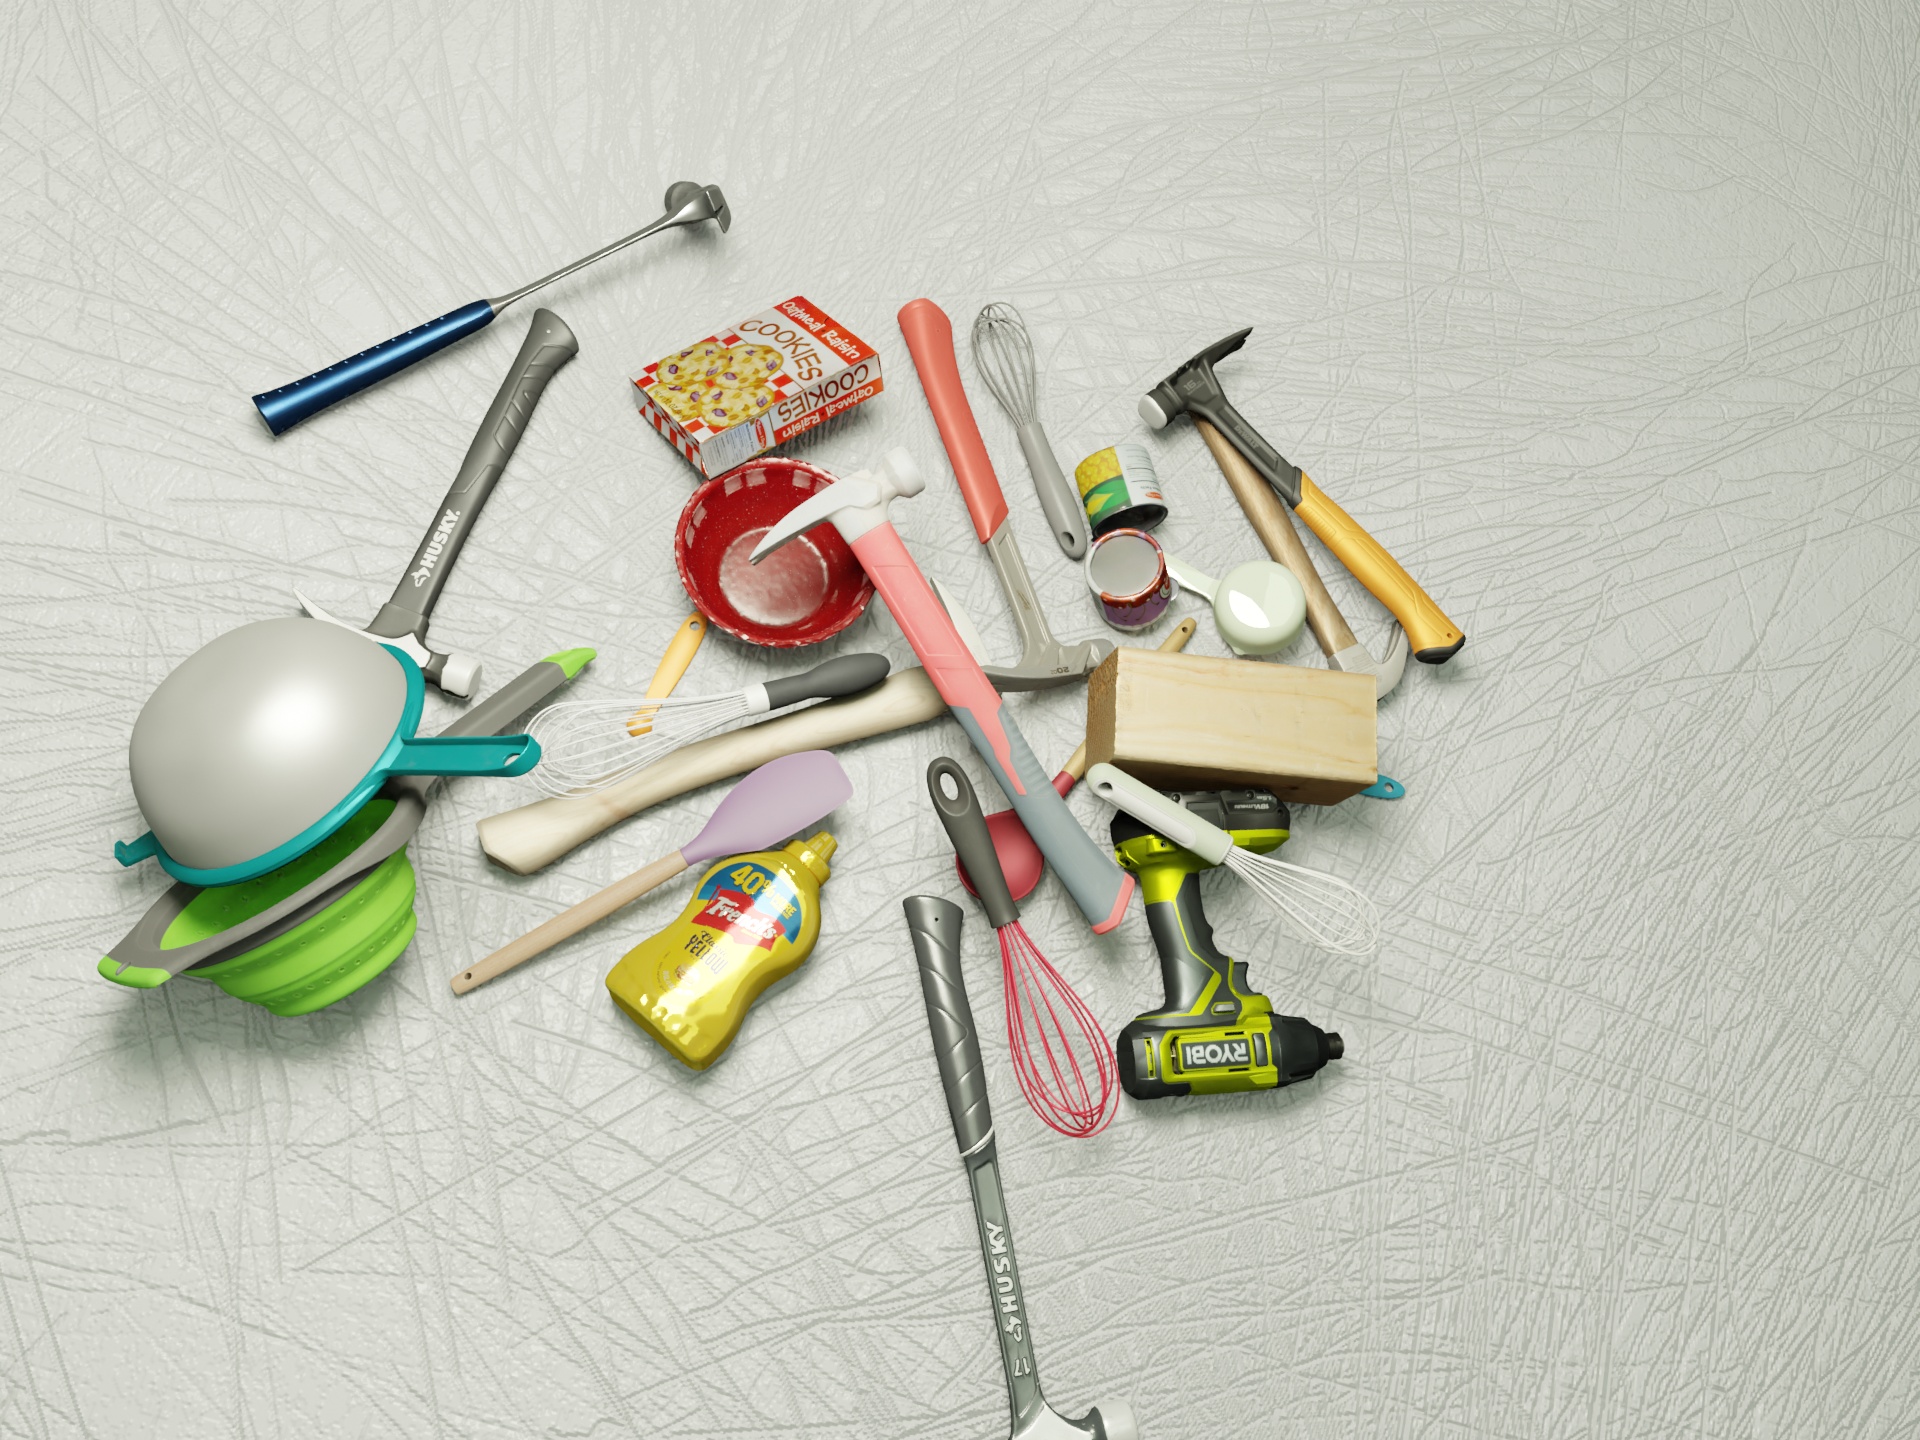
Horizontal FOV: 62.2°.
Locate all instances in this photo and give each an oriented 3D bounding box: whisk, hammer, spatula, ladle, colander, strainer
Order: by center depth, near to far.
[{"bbox_3d":[-0.417,0.000,1.023,0.340,0.095,0.211,-1,49,31],"label":"strainer"},{"bbox_3d":[-0.386,0.084,1.110,0.397,0.204,0.094,-44,119,-37],"label":"colander"},{"bbox_3d":[0.011,0.324,1.142,0.149,0.036,0.409,-8,72,-13],"label":"hammer"},{"bbox_3d":[0.040,0.164,1.148,0.073,0.073,0.296,-22,90,-18],"label":"whisk"},{"bbox_3d":[-0.224,0.110,1.150,0.316,0.018,0.060,-30,68,-10],"label":"spatula"},{"bbox_3d":[0.200,0.101,1.170,0.246,0.057,0.059,31,37,2],"label":"whisk"},{"bbox_3d":[-0.182,-0.008,1.171,0.284,0.070,0.070,-17,75,-21],"label":"whisk"},{"bbox_3d":[-0.002,-0.004,1.178,0.143,0.038,0.386,-32,89,-1],"label":"hammer"},{"bbox_3d":[-0.166,0.014,1.213,0.410,0.038,0.146,-20,75,-17],"label":"hammer"},{"bbox_3d":[-0.384,-0.184,1.235,0.146,0.035,0.335,19,67,-2],"label":"hammer"},{"bbox_3d":[-0.363,-0.332,1.262,0.405,0.144,0.035,-31,118,-14],"label":"hammer"},{"bbox_3d":[0.100,0.026,1.270,0.069,0.031,0.315,40,66,1],"label":"ladle"},{"bbox_3d":[0.009,-0.190,1.305,0.149,0.036,0.359,-6,68,-36],"label":"hammer"},{"bbox_3d":[0.306,-0.184,1.348,0.127,0.034,0.337,-39,82,-19],"label":"hammer"},{"bbox_3d":[0.061,-0.247,1.348,0.055,0.055,0.239,-17,80,-17],"label":"whisk"},{"bbox_3d":[0.276,-0.159,1.369,0.130,0.031,0.331,-22,76,-18],"label":"hammer"}]

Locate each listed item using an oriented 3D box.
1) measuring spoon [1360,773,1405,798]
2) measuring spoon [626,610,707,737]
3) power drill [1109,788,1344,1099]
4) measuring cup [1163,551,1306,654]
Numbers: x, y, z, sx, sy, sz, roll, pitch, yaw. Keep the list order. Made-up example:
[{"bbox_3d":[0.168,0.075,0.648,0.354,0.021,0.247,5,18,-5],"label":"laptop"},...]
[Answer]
[{"bbox_3d":[0.309,0.042,1.309,0.128,0.021,0.042,13,69,-6],"label":"measuring spoon"},{"bbox_3d":[-0.226,-0.038,1.231,0.021,0.011,0.117,26,68,-2],"label":"measuring spoon"},{"bbox_3d":[0.199,0.170,1.215,0.171,0.080,0.223,-2,75,-12],"label":"power drill"},{"bbox_3d":[0.208,-0.115,1.319,0.167,0.038,0.083,27,81,12],"label":"measuring cup"}]
